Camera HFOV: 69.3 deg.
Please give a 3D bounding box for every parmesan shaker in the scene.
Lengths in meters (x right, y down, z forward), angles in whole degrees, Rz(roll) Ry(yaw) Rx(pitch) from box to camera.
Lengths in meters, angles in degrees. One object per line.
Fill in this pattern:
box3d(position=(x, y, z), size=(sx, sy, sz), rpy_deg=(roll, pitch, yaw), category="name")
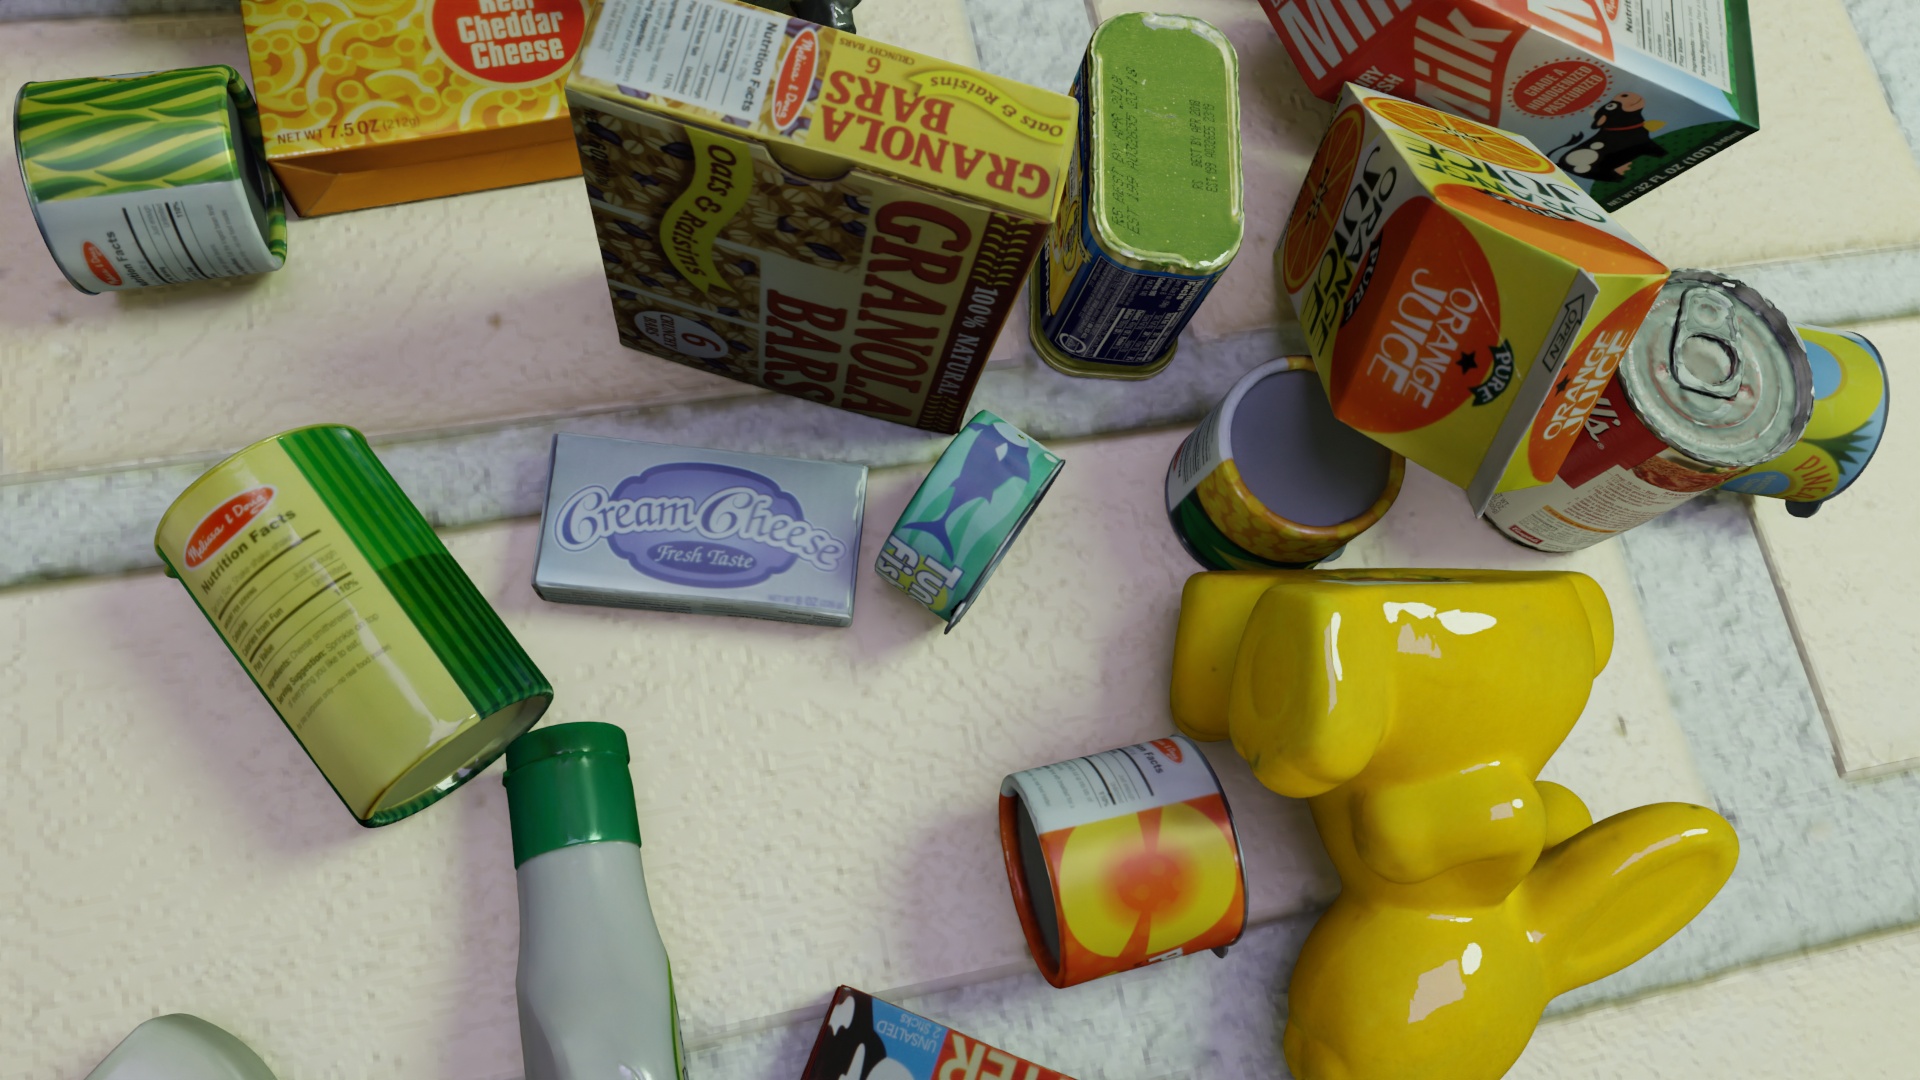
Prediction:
box3d(position=(-0.180, 0.027, 0.413), size=(0.071, 0.071, 0.103), rpy_deg=(-37, 83, -18), category="parmesan shaker")

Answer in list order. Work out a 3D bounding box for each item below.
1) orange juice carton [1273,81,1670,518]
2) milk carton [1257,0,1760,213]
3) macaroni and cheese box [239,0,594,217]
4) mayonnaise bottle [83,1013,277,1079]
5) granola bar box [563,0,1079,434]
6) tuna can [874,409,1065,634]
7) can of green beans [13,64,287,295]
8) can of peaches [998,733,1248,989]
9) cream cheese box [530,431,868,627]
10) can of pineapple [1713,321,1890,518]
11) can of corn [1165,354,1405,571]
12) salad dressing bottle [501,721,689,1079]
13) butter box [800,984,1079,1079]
box3d(position=(0.157, -0.082, 0.443), size=(0.073, 0.071, 0.194), rpy_deg=(16, 30, -4), category="orange juice carton")
box3d(position=(0.199, -0.196, 0.519), size=(0.191, 0.072, 0.073), rpy_deg=(13, 71, -21), category="milk carton")
box3d(position=(-0.190, -0.207, 0.497), size=(0.124, 0.040, 0.167), rpy_deg=(-13, 75, -14), category="macaroni and cheese box")
box3d(position=(-0.177, 0.195, 0.372), size=(0.148, 0.041, 0.065), rpy_deg=(37, 72, 2), category="mayonnaise bottle")
box3d(position=(-0.044, -0.089, 0.418), size=(0.124, 0.165, 0.039), rpy_deg=(15, 74, -5), category="granola bar box")
box3d(position=(0.002, -0.006, 0.451), size=(0.033, 0.071, 0.071), rpy_deg=(34, 71, 3), category="tuna can")
box3d(position=(-0.255, -0.115, 0.443), size=(0.058, 0.071, 0.071), rpy_deg=(-11, 75, -13), category="can of green beans")
box3d(position=(0.048, 0.100, 0.426), size=(0.058, 0.071, 0.071), rpy_deg=(-10, 75, -12), category="can of peaches")
box3d(position=(-0.084, -0.003, 0.458), size=(0.104, 0.024, 0.053), rpy_deg=(6, 71, -8), category="cream cheese box")
box3d(position=(0.293, -0.048, 0.514), size=(0.058, 0.070, 0.071), rpy_deg=(8, 72, -6), category="can of pineapple")
box3d(position=(0.113, -0.022, 0.479), size=(0.071, 0.058, 0.071), rpy_deg=(3, 73, -8), category="can of corn")
box3d(position=(-0.104, 0.127, 0.397), size=(0.044, 0.064, 0.148), rpy_deg=(-5, 66, -22), category="salad dressing bottle")
box3d(position=(0.001, 0.177, 0.416), size=(0.103, 0.024, 0.053), rpy_deg=(22, 71, -2), category="butter box")
